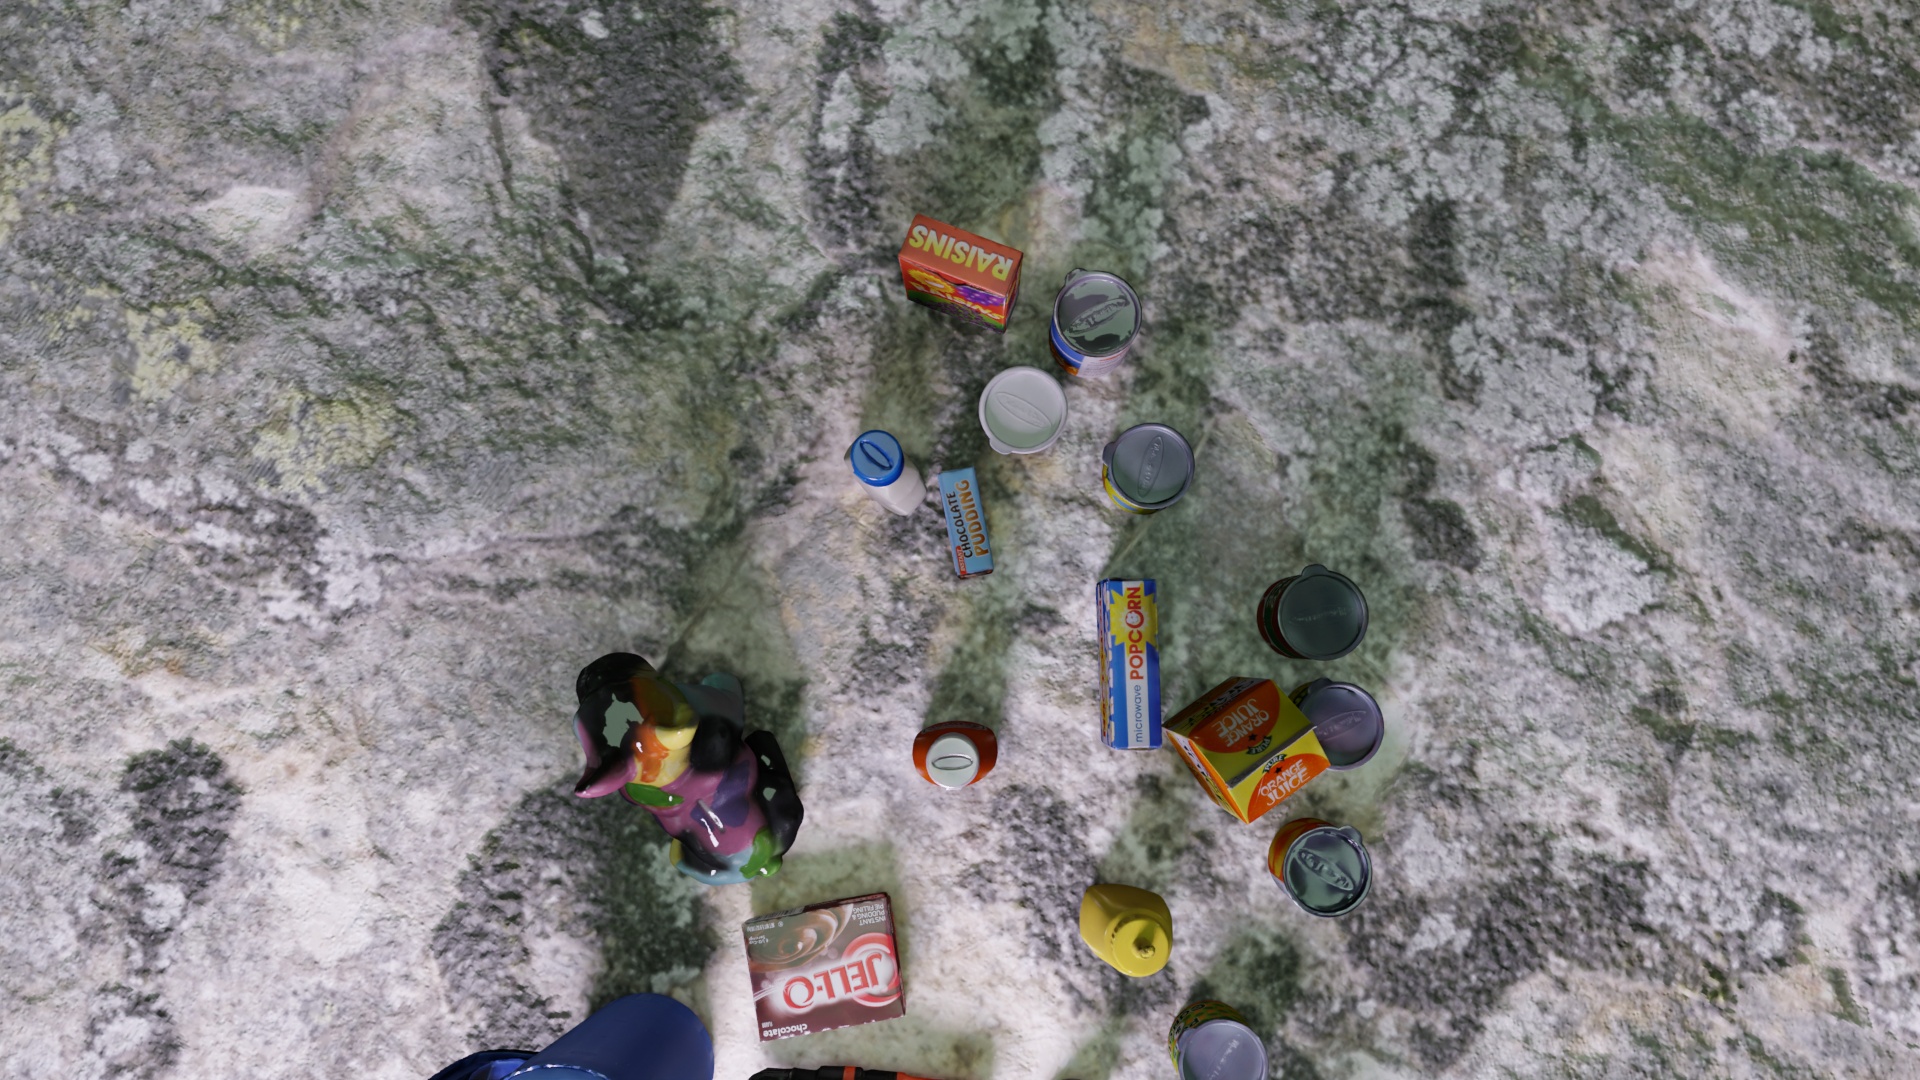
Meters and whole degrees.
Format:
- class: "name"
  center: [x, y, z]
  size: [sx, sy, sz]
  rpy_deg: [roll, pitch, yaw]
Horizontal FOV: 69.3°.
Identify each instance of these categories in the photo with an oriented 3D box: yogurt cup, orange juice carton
- class: "yogurt cup"
  center: [0.048, -0.098, 1.082]
  size: [0.072, 0.054, 0.072]
  rpy_deg: [0, 85, 0]
- class: "orange juice carton"
  center: [0.203, 0.147, 0.989]
  size: [0.072, 0.192, 0.073]
  rpy_deg: [-34, 86, -2]

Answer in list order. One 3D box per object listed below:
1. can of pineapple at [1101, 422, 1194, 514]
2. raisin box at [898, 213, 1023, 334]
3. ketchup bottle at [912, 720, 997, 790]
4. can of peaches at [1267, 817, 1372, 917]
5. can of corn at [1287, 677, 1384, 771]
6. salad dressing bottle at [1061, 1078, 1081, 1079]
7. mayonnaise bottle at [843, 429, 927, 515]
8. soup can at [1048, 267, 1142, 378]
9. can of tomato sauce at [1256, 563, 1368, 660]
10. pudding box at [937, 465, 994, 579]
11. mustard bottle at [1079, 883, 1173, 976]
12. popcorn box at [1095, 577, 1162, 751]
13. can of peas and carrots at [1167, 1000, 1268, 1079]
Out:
- class: "can of pineapple"
  center: [0.143, -0.056, 1.076]
  size: [0.071, 0.058, 0.071]
  rpy_deg: [0, 85, 0]
- class: "raisin box"
  center: [0.001, -0.200, 1.057]
  size: [0.086, 0.123, 0.040]
  rpy_deg: [22, 86, 2]
- class: "ketchup bottle"
  center: [-0.004, 0.157, 1.012]
  size: [0.065, 0.148, 0.043]
  rpy_deg: [-3, 85, 0]
- class: "can of peaches"
  center: [0.271, 0.244, 1.048]
  size: [0.071, 0.058, 0.071]
  rpy_deg: [0, 85, 0]
- class: "can of corn"
  center: [0.280, 0.137, 1.057]
  size: [0.071, 0.058, 0.071]
  rpy_deg: [0, 85, 0]
- class: "salad dressing bottle"
  center: [0.080, 0.428, 0.987]
  size: [0.064, 0.147, 0.044]
  rpy_deg: [-39, 86, -3]
- class: "mayonnaise bottle"
  center: [-0.057, -0.053, 1.031]
  size: [0.065, 0.148, 0.041]
  rpy_deg: [42, 87, 3]
- class: "soup can"
  center: [0.101, -0.168, 1.073]
  size: [0.071, 0.083, 0.071]
  rpy_deg: [0, 85, 0]
- class: "can of tomato sauce"
  center: [0.264, 0.056, 1.052]
  size: [0.071, 0.083, 0.071]
  rpy_deg: [0, 85, 0]
- class: "pudding box"
  center: [0.004, -0.014, 1.077]
  size: [0.030, 0.049, 0.083]
  rpy_deg: [-11, 85, 0]
- class: "mustard bottle"
  center: [0.122, 0.281, 0.994]
  size: [0.065, 0.160, 0.049]
  rpy_deg: [7, 86, 1]
- class: "popcorn box"
  center: [0.126, 0.093, 1.049]
  size: [0.038, 0.085, 0.126]
  rpy_deg: [-1, 85, 0]
- class: "can of peas and carrots"
  center: [0.189, 0.382, 1.035]
  size: [0.071, 0.058, 0.071]
  rpy_deg: [0, 85, 0]
